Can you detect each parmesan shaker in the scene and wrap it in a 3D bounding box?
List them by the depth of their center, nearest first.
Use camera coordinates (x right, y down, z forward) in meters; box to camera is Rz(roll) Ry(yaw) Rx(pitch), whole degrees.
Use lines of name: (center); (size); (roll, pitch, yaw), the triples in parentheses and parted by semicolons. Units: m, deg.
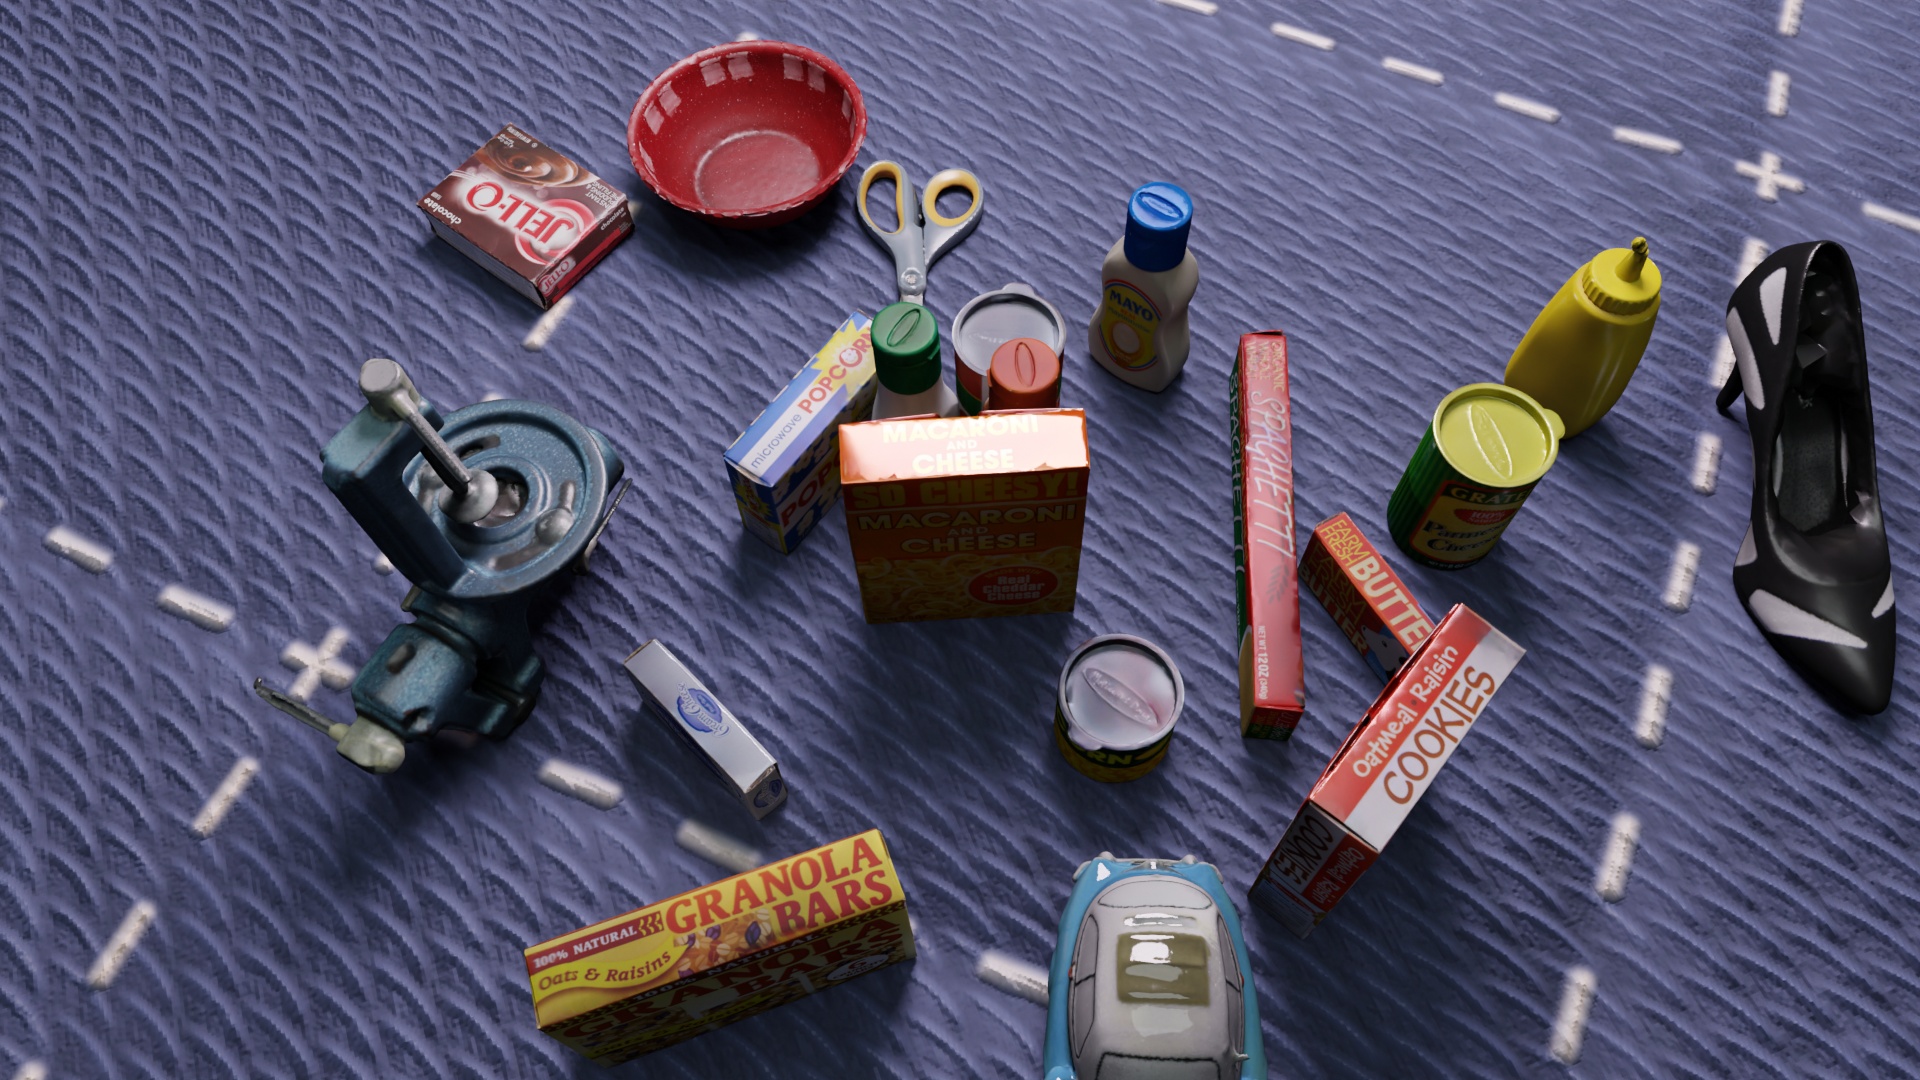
parmesan shaker: (0.291, -0.034, 0.791); (0.071, 0.102, 0.071); (0, 62, 1)

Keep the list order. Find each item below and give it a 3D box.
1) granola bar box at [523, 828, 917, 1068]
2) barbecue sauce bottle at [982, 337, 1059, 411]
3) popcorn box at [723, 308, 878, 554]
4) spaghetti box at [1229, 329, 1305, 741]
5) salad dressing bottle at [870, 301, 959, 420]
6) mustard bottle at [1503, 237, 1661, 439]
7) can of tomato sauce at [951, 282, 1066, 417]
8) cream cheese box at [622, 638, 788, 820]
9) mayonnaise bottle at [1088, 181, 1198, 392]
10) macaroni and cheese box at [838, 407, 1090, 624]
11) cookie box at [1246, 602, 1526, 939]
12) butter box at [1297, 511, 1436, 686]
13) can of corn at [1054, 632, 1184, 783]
granola bar box: (-0.107, 0.196, 0.662); (0.166, 0.123, 0.039); (-18, 63, -8)
barbecue sauce bottle: (0.034, -0.056, 0.783); (0.044, 0.148, 0.065); (-5, 62, -1)
popcorn box: (-0.082, -0.063, 0.824); (0.038, 0.085, 0.127); (32, 67, 17)
spaghetti box: (0.177, -0.009, 0.810); (0.029, 0.050, 0.251); (3, 62, 3)
salad dressing bottle: (-0.028, -0.078, 0.796); (0.044, 0.147, 0.064); (29, 66, 15)
mustard bottle: (0.368, -0.122, 0.805); (0.049, 0.159, 0.065); (-39, 68, -18)
can of tomato sauce: (0.029, -0.103, 0.845); (0.071, 0.082, 0.071); (0, 62, 1)
cream cheese box: (-0.137, 0.103, 0.753); (0.024, 0.053, 0.104); (-42, 68, -19)
mayonnaise bottle: (0.112, -0.151, 0.833); (0.065, 0.147, 0.041); (34, 68, 17)
macaroni and cheese box: (0.003, -0.009, 0.747); (0.124, 0.165, 0.040); (-4, 62, -1)
cookie box: (0.201, 0.117, 0.675); (0.040, 0.166, 0.123); (36, 68, 18)
butter box: (0.232, 0.038, 0.781); (0.024, 0.053, 0.104); (-27, 64, -12)
can of corn: (0.083, 0.094, 0.751); (0.071, 0.058, 0.071); (0, 62, 1)
